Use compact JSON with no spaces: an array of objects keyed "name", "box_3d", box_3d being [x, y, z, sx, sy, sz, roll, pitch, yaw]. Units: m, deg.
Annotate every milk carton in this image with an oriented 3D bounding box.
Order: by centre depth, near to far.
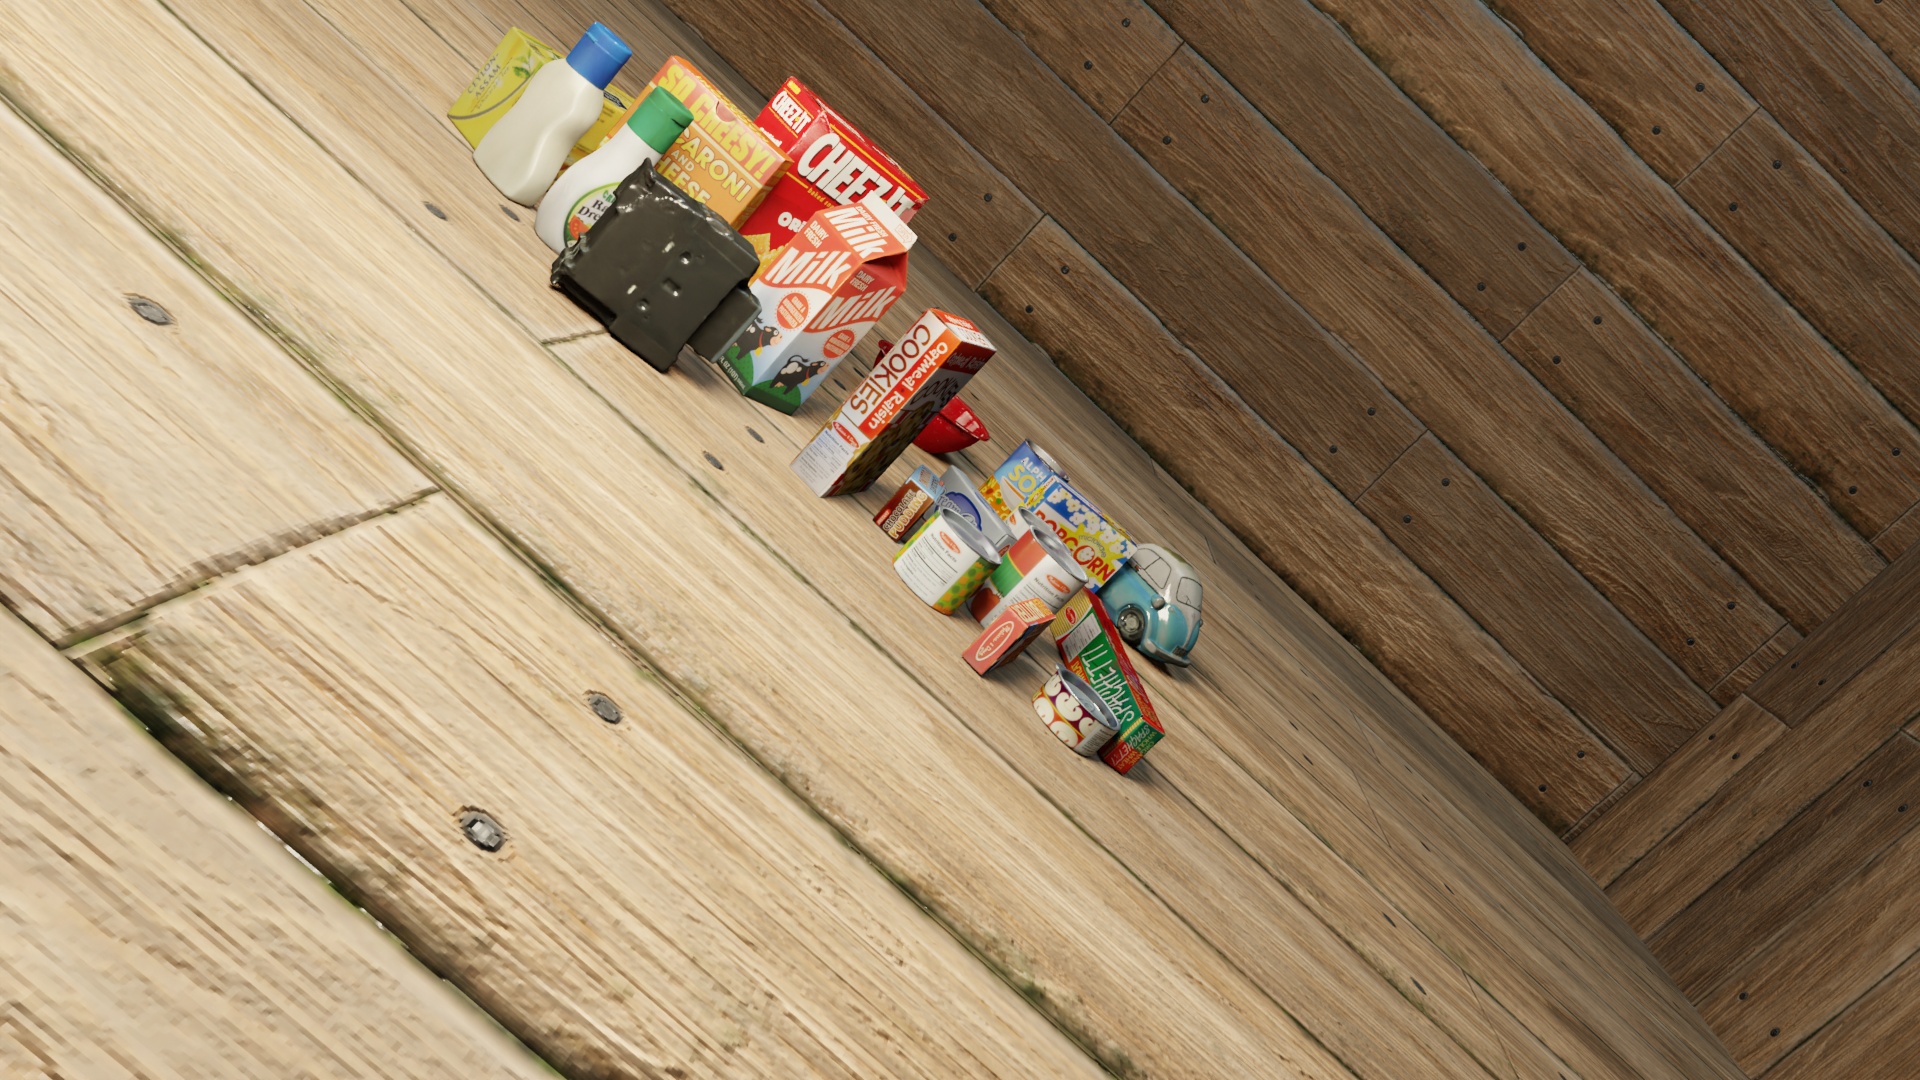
[{"name":"milk carton","box_3d":[-0.118,-0.203,1.163,0.072,0.190,0.073,50,13,26]}]

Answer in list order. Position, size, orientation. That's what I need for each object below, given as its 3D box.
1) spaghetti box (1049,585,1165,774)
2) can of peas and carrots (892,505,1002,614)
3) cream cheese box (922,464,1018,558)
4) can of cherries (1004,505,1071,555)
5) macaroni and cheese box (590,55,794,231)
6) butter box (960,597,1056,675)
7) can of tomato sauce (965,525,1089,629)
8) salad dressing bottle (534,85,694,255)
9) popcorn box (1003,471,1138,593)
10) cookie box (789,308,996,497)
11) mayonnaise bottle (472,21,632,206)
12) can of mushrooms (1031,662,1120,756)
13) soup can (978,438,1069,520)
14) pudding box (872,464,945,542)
[{"name":"spaghetti box","box_3d":[0.120,0.113,1.191,0.028,0.050,0.251,39,13,-20]},{"name":"can of peas and carrots","box_3d":[-0.010,0.016,1.088,0.071,0.058,0.071,41,13,-11]},{"name":"cream cheese box","box_3d":[0.004,-0.016,1.246,0.024,0.053,0.104,29,19,-50]},{"name":"can of cherries","box_3d":[0.062,0.012,1.322,0.071,0.058,0.072,41,13,-11]},{"name":"macaroni and cheese box","box_3d":[-0.237,-0.289,1.134,0.123,0.166,0.040,43,12,-3]},{"name":"butter box","box_3d":[0.038,0.072,1.065,0.024,0.053,0.103,46,13,10]},{"name":"can of tomato sauce","box_3d":[0.054,0.039,1.153,0.071,0.083,0.071,41,12,-11]},{"name":"salad dressing bottle","box_3d":[-0.265,-0.282,1.068,0.044,0.147,0.064,50,14,27]},{"name":"popcorn box","box_3d":[0.114,-0.003,1.468,0.126,0.085,0.038,37,14,-27]},{"name":"cookie box","box_3d":[-0.052,-0.110,1.119,0.040,0.167,0.123,45,12,7]},{"name":"mayonnaise bottle","box_3d":[-0.316,-0.336,1.087,0.065,0.148,0.041,48,13,20]},{"name":"can of mushrooms","box_3d":[0.087,0.130,1.070,0.071,0.033,0.071,41,13,-11]},{"name":"soup can","box_3d":[0.067,-0.057,1.505,0.071,0.083,0.071,41,12,-11]},{"name":"pudding box","box_3d":[-0.042,-0.033,1.167,0.030,0.049,0.084,43,12,-4]}]
